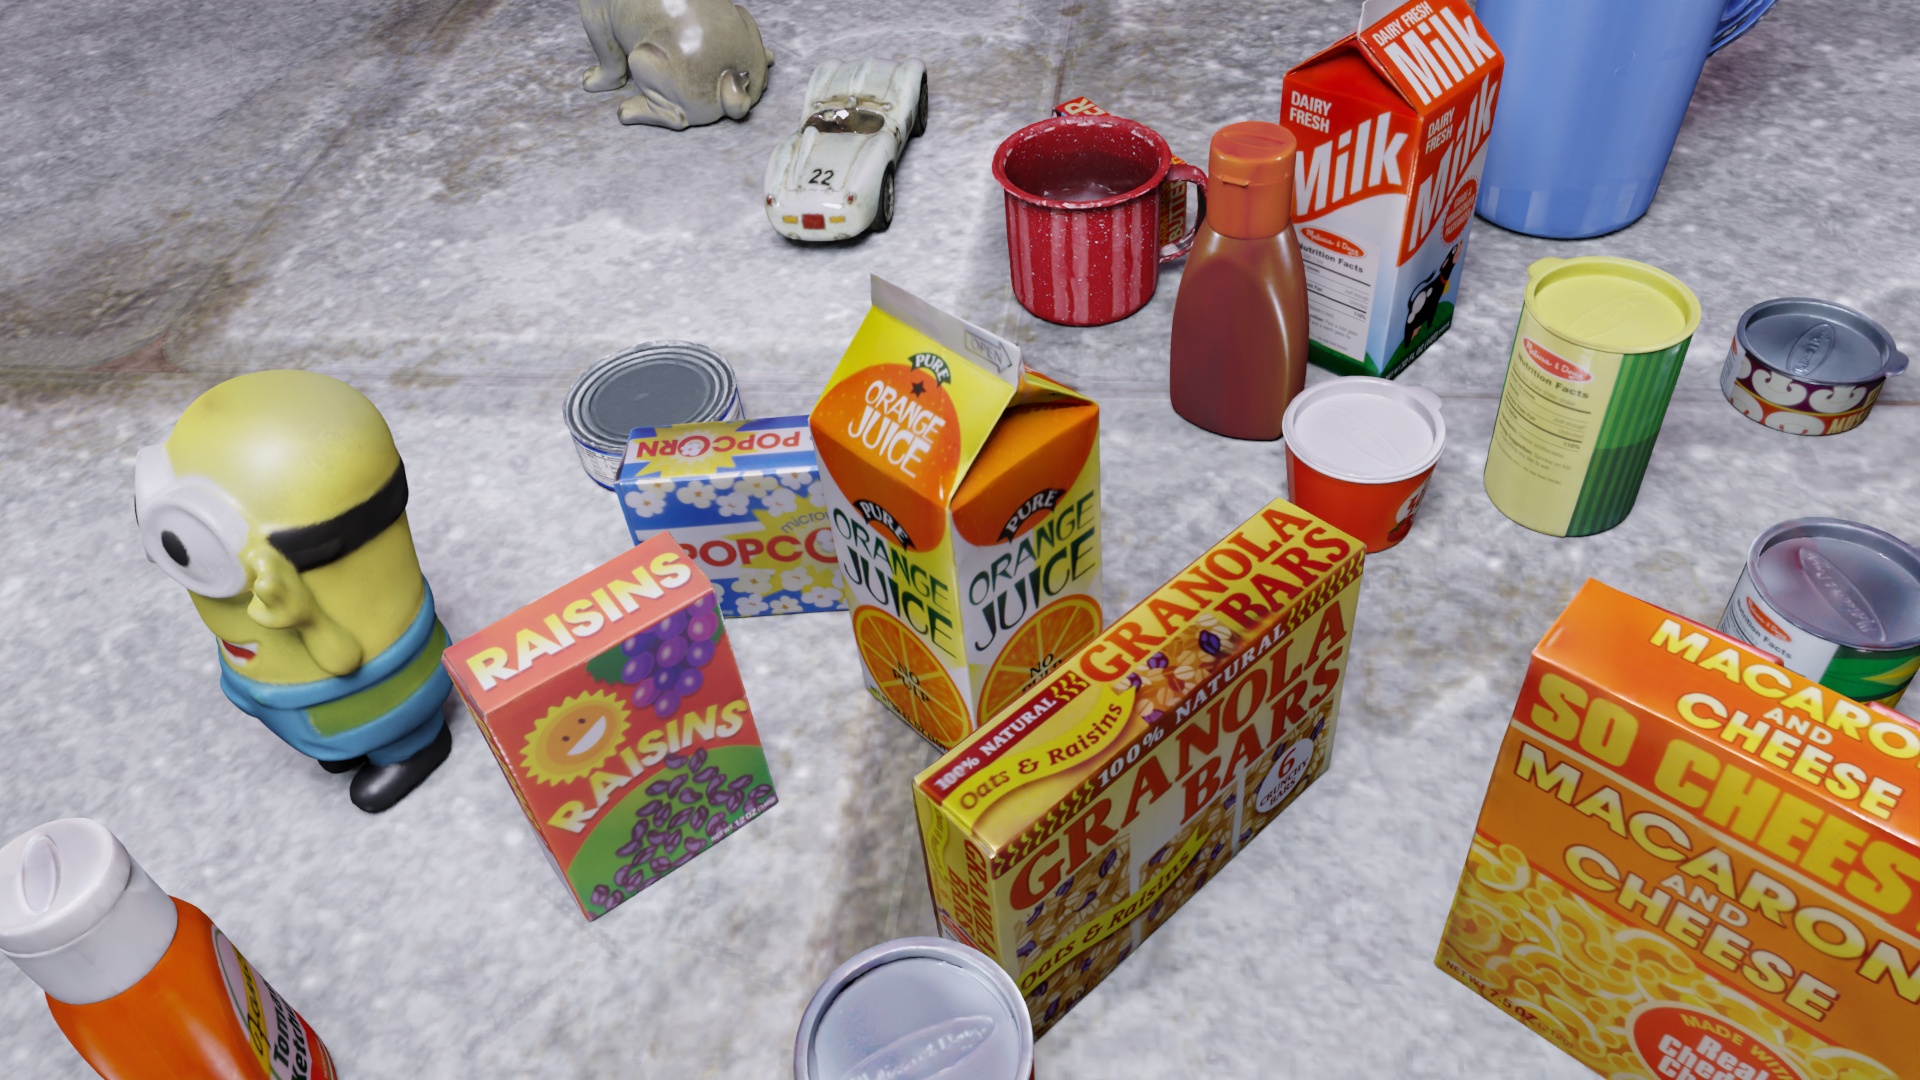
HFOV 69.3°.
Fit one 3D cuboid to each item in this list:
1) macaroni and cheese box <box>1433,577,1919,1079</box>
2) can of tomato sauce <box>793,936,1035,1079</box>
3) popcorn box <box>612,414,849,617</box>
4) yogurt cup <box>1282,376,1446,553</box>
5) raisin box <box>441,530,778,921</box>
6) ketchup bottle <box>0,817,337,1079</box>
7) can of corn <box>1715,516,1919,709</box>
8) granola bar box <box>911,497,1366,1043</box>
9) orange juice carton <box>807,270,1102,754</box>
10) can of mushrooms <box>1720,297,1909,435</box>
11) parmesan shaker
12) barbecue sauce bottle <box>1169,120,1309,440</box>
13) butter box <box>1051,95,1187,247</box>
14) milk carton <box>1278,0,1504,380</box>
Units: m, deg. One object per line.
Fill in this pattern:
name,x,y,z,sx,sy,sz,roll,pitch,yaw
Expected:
macaroni and cheese box,0.210,0.102,0.391,0.124,0.165,0.040,31,55,32
can of tomato sauce,-0.008,0.169,0.408,0.071,0.082,0.071,-3,44,3
popcorn box,-0.074,-0.010,0.595,0.127,0.084,0.038,-4,44,3
yogurt cup,0.174,-0.031,0.611,0.072,0.053,0.073,-3,44,3
raisin box,-0.119,0.068,0.495,0.086,0.122,0.040,-30,49,-22
ketchup bottle,-0.237,0.140,0.417,0.044,0.148,0.065,-25,47,-18
can of corn,0.327,0.034,0.524,0.071,0.058,0.071,-3,44,3
granola bar box,0.062,0.077,0.463,0.166,0.123,0.039,-35,51,-26
orange juice carton,0.002,-0.006,0.507,0.073,0.191,0.072,-36,51,-26
can of mushrooms,0.398,-0.081,0.650,0.071,0.033,0.071,-3,44,3
parmesan shaker,0.265,-0.062,0.596,0.071,0.102,0.072,-3,44,3
barbecue sauce bottle,0.129,-0.116,0.635,0.065,0.147,0.044,20,50,25
butter box,0.091,-0.212,0.805,0.024,0.052,0.104,-26,48,-19
milk carton,0.198,-0.174,0.656,0.073,0.189,0.072,32,56,32
